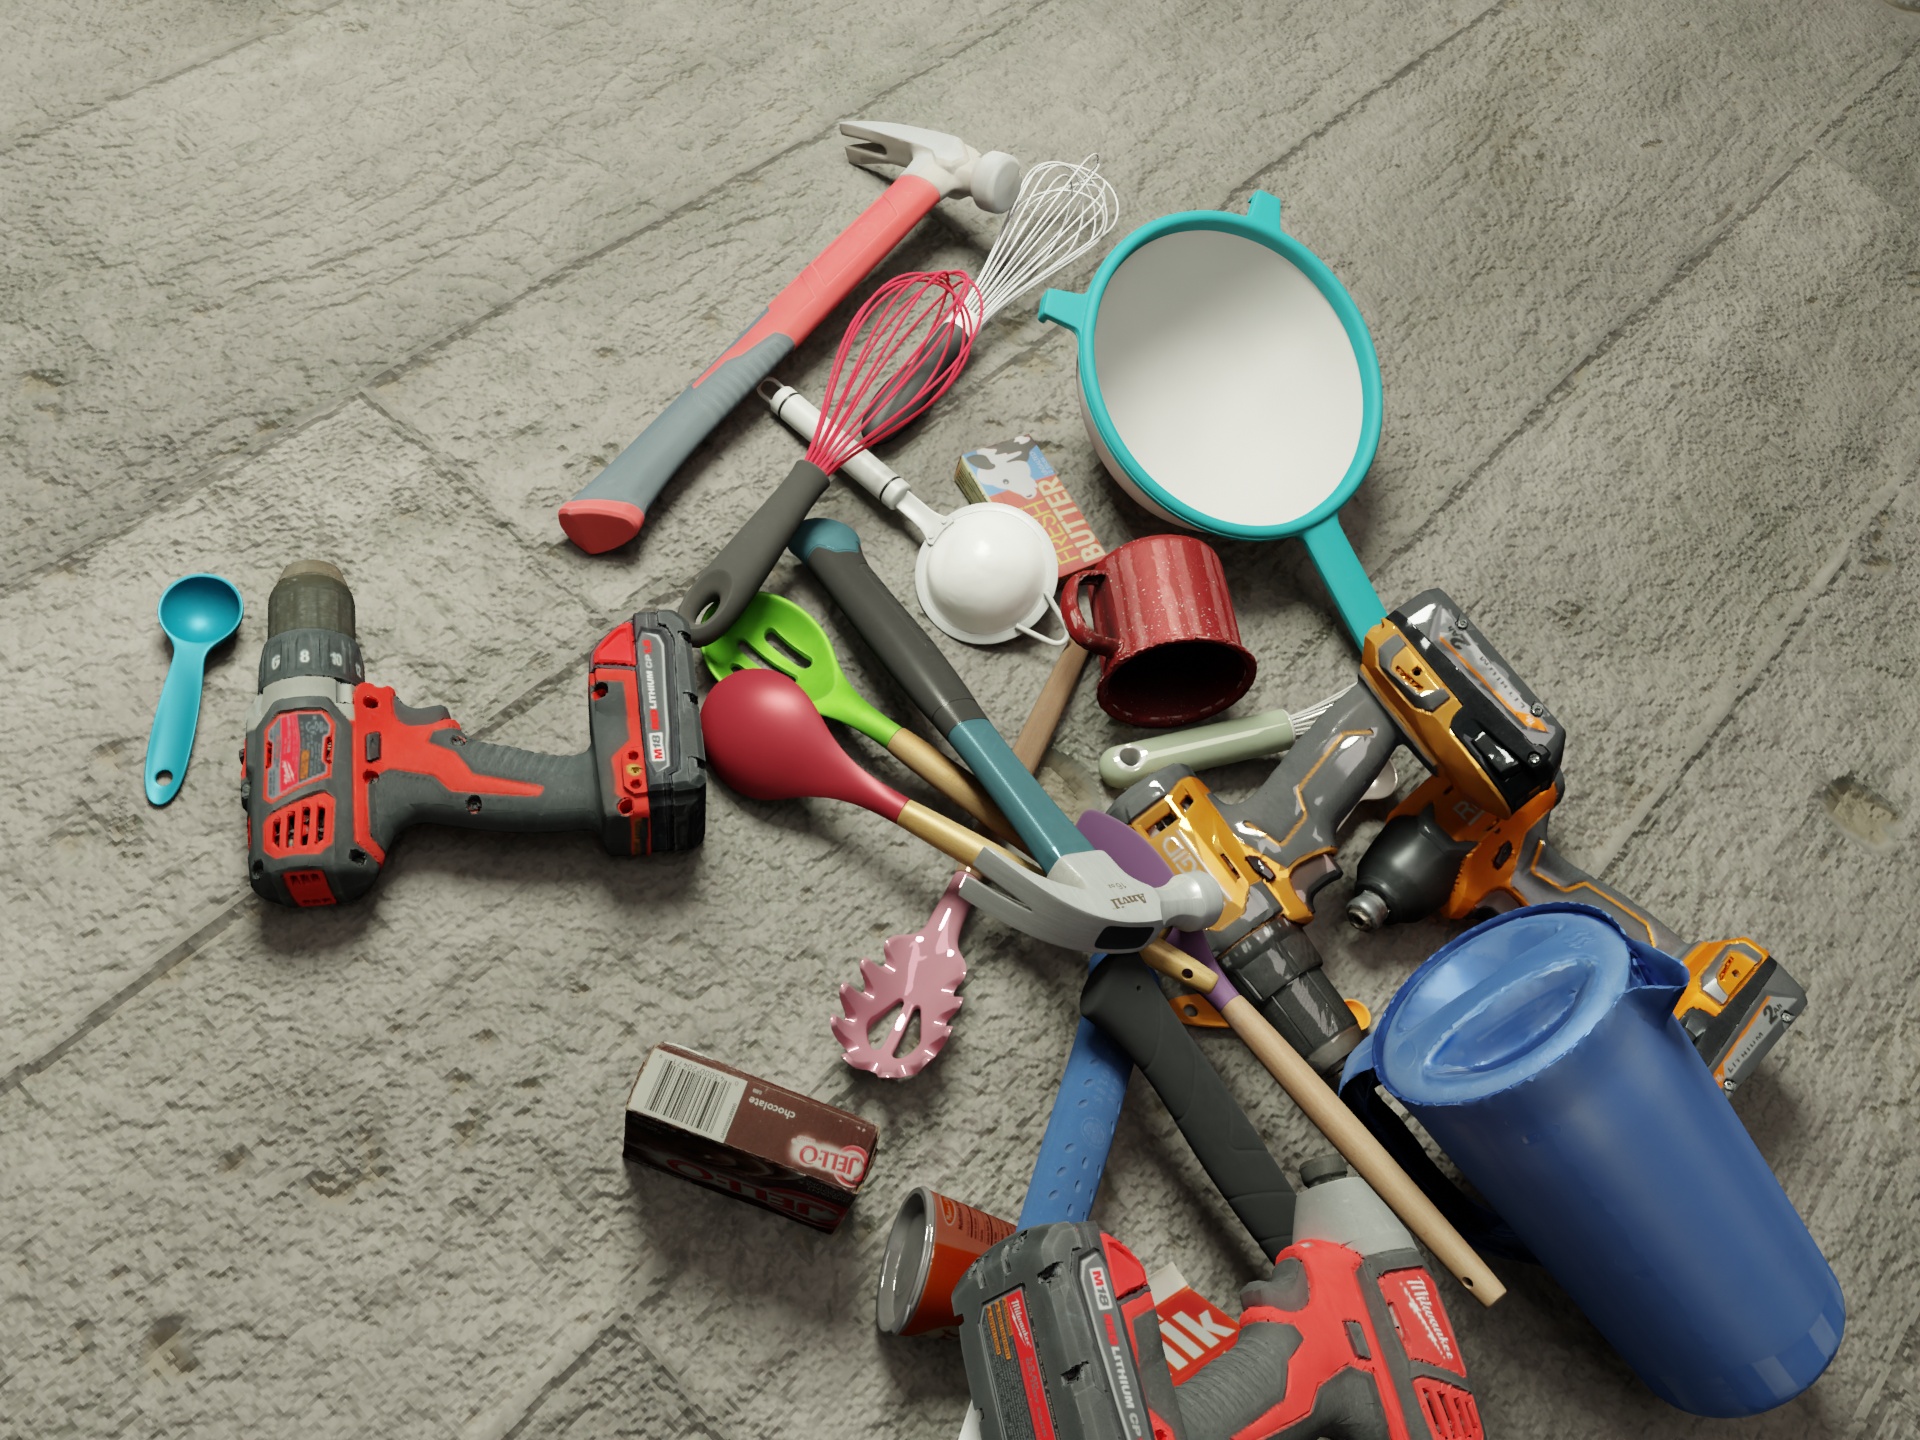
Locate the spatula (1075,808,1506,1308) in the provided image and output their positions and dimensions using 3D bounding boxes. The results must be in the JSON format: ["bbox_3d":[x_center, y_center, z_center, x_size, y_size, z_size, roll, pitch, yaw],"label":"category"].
[{"bbox_3d":[0.155,0.161,0.803,0.018,0.059,0.316,-13,50,-40],"label":"spatula"}]

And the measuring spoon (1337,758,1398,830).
[{"bbox_3d":[0.212,0.062,0.936,0.034,0.018,0.124,43,68,14],"label":"measuring spoon"}]

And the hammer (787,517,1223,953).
[{"bbox_3d":[-0.001,-0.003,0.857,0.128,0.033,0.331,-5,44,-39],"label":"hammer"}]

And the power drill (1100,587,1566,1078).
[{"bbox_3d":[0.212,0.062,0.849,0.226,0.084,0.185,-37,69,7],"label":"power drill"}]

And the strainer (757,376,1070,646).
[{"bbox_3d":[-0.035,-0.132,0.962,0.258,0.050,0.087,41,90,17],"label":"strainer"}]

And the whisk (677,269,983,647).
[{"bbox_3d":[-0.076,-0.158,0.925,0.073,0.073,0.296,31,69,5],"label":"whisk"}]

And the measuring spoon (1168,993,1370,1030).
[{"bbox_3d":[0.168,0.162,0.872,0.117,0.011,0.021,3,48,-8],"label":"measuring spoon"}]

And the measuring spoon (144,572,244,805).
[{"bbox_3d":[-0.405,-0.015,0.833,0.042,0.021,0.129,7,70,-11],"label":"measuring spoon"}]

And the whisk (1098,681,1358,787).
[{"bbox_3d":[0.198,0.004,0.936,0.246,0.059,0.058,-12,60,-9],"label":"whisk"}]

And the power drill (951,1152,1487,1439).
[{"bbox_3d":[0.114,0.257,0.661,0.219,0.078,0.143,5,56,-31],"label":"power drill"}]

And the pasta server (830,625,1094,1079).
[{"bbox_3d":[0.015,0.061,0.874,0.060,0.040,0.316,21,58,11],"label":"pasta server"}]

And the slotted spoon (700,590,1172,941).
[{"bbox_3d":[-0.017,0.026,0.866,0.314,0.031,0.070,35,60,17],"label":"slotted spoon"}]

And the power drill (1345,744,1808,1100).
[{"bbox_3d":[0.332,0.124,0.892,0.164,0.084,0.227,-35,71,-26],"label":"power drill"}]

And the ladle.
[{"bbox_3d":[-0.008,0.061,0.834,0.315,0.031,0.069,28,99,12],"label":"ladle"}]

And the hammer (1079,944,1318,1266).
[{"bbox_3d":[0.187,0.282,0.757,0.149,0.036,0.409,-28,78,-35],"label":"hammer"}]

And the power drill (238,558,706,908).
[{"bbox_3d":[-0.253,-0.005,0.827,0.226,0.080,0.188,-5,63,-12],"label":"power drill"}]

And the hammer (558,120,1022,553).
[{"bbox_3d":[-0.124,-0.251,0.999,0.143,0.038,0.386,24,62,28],"label":"hammer"}]

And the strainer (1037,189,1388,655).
[{"bbox_3d":[0.185,-0.150,1.010,0.211,0.095,0.340,-31,93,-23],"label":"strainer"}]

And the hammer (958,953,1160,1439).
[{"bbox_3d":[0.033,0.258,0.700,0.144,0.035,0.406,38,40,-9],"label":"hammer"}]

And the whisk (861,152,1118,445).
[{"bbox_3d":[0.018,-0.280,1.049,0.070,0.070,0.285,33,65,6],"label":"whisk"}]
